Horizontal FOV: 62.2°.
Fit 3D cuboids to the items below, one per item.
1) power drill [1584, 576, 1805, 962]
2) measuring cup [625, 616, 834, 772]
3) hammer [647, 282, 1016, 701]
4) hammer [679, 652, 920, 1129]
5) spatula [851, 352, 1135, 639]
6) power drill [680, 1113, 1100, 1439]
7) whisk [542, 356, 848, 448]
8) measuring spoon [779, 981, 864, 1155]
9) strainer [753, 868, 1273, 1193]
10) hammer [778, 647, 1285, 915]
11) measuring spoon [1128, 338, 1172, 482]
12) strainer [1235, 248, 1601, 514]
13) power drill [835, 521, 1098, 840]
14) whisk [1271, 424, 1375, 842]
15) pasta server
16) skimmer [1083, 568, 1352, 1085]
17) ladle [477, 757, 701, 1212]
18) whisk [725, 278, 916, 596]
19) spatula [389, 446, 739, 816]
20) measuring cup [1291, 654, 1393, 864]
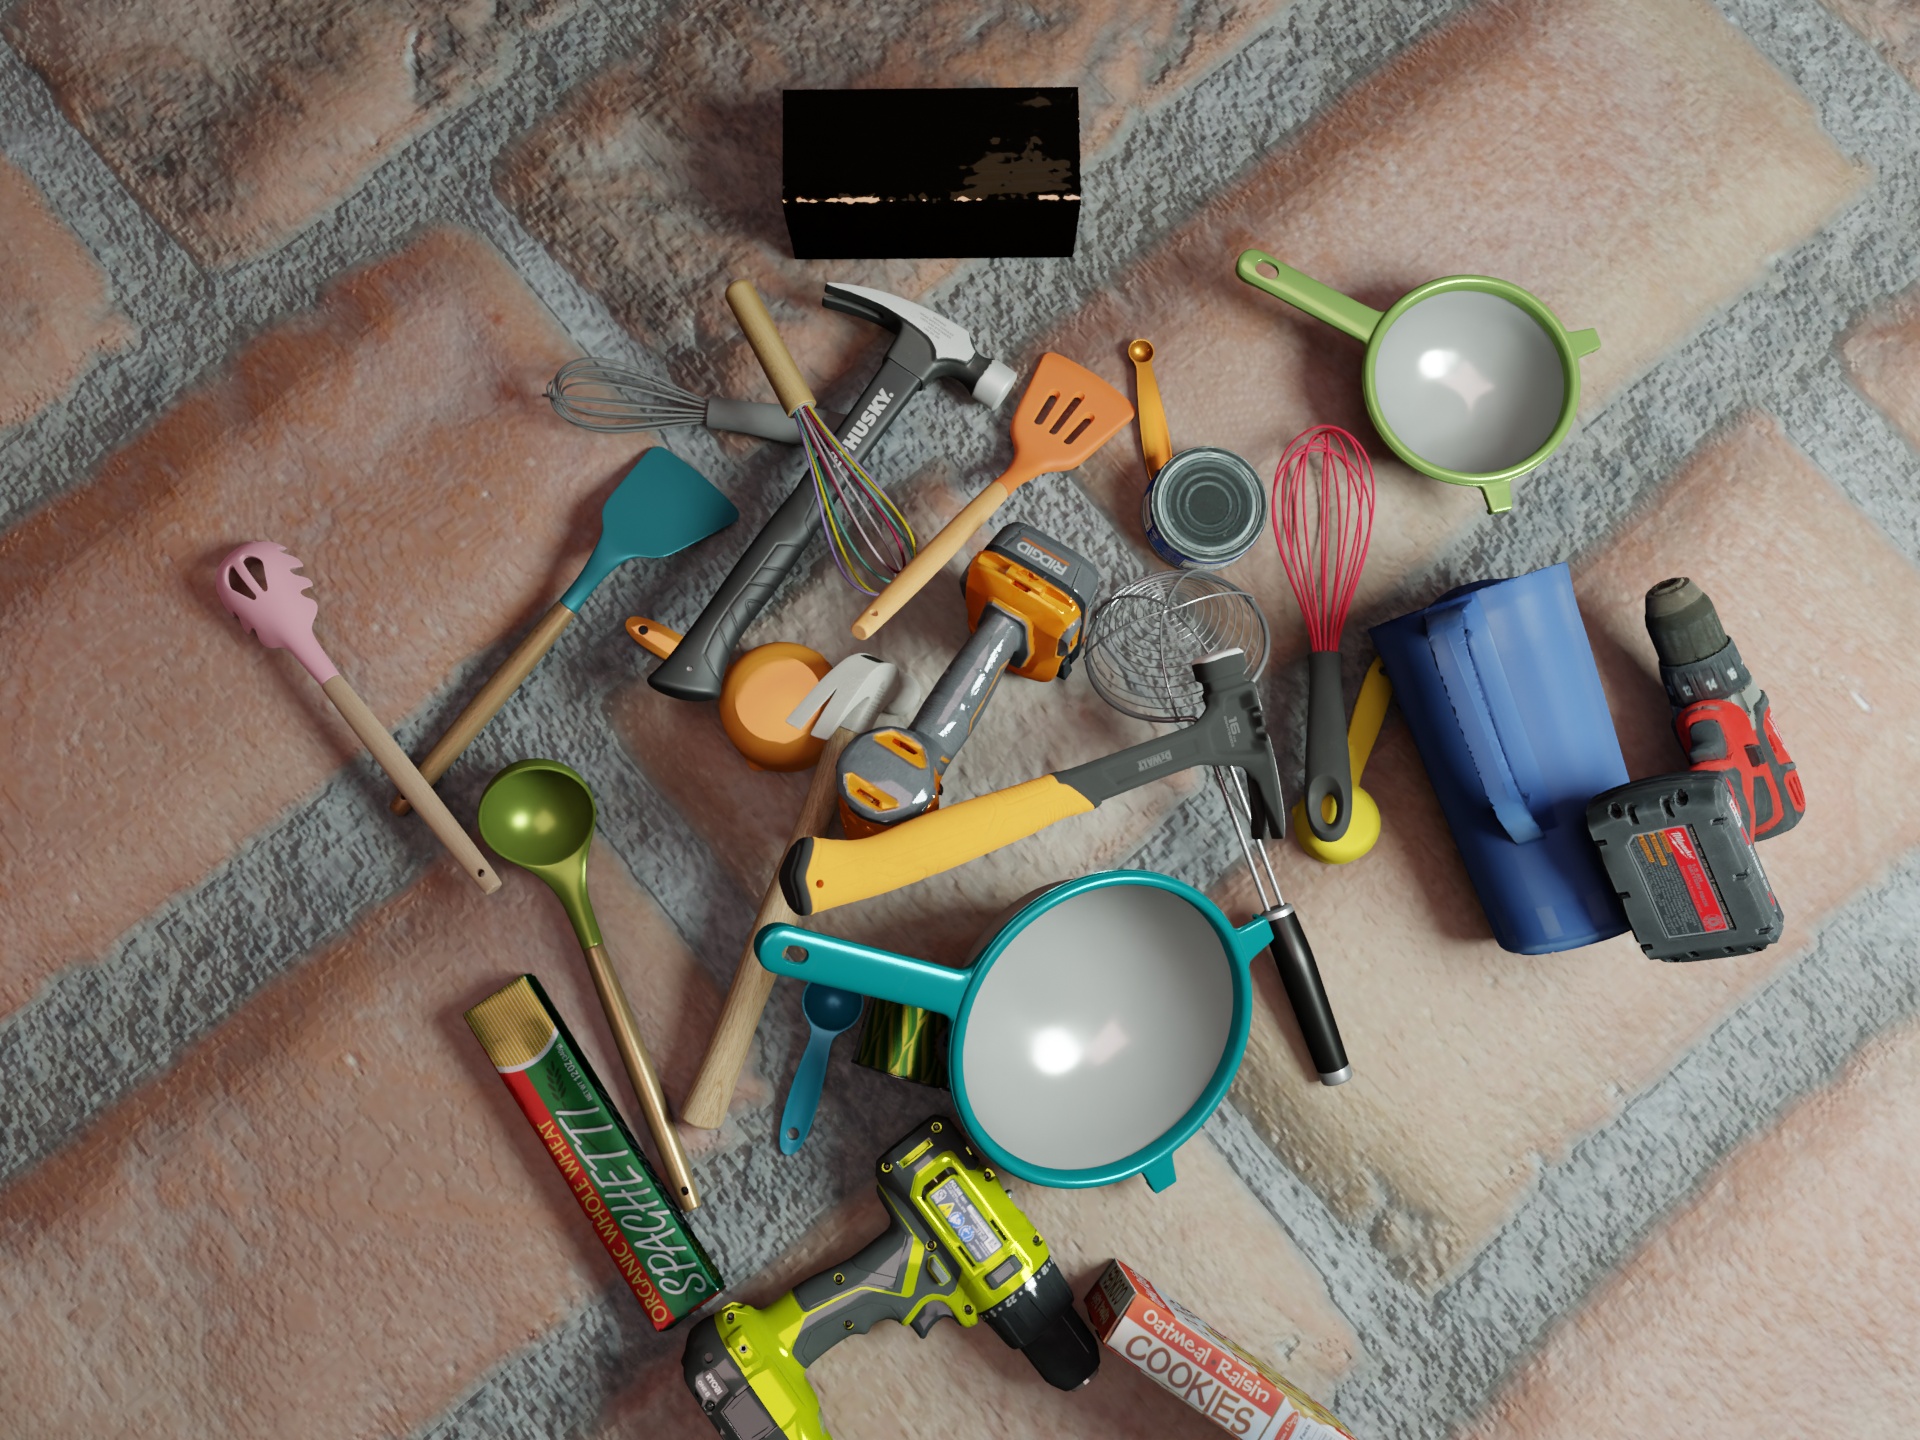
[{"bbox_3d":[0.467,0.026,1.007,0.227,0.080,0.188,-40,107,-48],"label":"power drill"},{"bbox_3d":[-0.159,-0.031,1.095,0.173,0.052,0.095,29,82,2],"label":"measuring cup"},{"bbox_3d":[-0.108,-0.153,1.090,0.146,0.035,0.335,34,75,-2],"label":"hammer"},{"bbox_3d":[-0.115,0.112,1.053,0.031,0.130,0.331,21,89,19],"label":"hammer"},{"bbox_3d":[0.017,-0.149,1.064,0.081,0.041,0.323,35,47,5],"label":"spatula"},{"bbox_3d":[-0.042,0.394,1.015,0.228,0.080,0.190,-36,82,-9],"label":"power drill"},{"bbox_3d":[-0.177,-0.219,1.134,0.239,0.055,0.055,8,81,-4],"label":"whisk"},{"bbox_3d":[-0.098,0.230,1.075,0.042,0.021,0.128,17,90,2],"label":"measuring spoon"},{"bbox_3d":[0.020,0.167,0.999,0.340,0.095,0.211,18,95,-24],"label":"strainer"},{"bbox_3d":[0.050,0.058,0.961,0.337,0.034,0.127,-17,94,-25],"label":"hammer"},{"bbox_3d":[0.138,-0.219,1.153,0.021,0.011,0.117,-8,84,-6],"label":"measuring spoon"},{"bbox_3d":[0.306,-0.257,1.128,0.256,0.069,0.151,29,84,5],"label":"strainer"},{"bbox_3d":[-0.002,-0.003,1.052,0.084,0.164,0.226,31,70,11],"label":"power drill"},{"bbox_3d":[0.250,-0.064,1.091,0.073,0.073,0.296,2,79,0],"label":"whisk"},{"bbox_3d":[-0.413,-0.005,1.091,0.060,0.040,0.316,-40,82,-6],"label":"pasta server"},{"bbox_3d":[0.193,0.070,1.094,0.127,0.090,0.363,-20,91,2],"label":"skimmer"},{"bbox_3d":[-0.238,0.176,1.060,0.078,0.062,0.320,-22,84,-4],"label":"ladle"},{"bbox_3d":[-0.093,-0.191,1.062,0.051,0.047,0.245,-22,79,-32],"label":"whisk"},{"bbox_3d":[-0.288,-0.057,1.116,0.082,0.044,0.317,40,87,5],"label":"spatula"},{"bbox_3d":[0.276,0.024,1.100,0.062,0.029,0.156,19,84,3],"label":"measuring cup"}]
